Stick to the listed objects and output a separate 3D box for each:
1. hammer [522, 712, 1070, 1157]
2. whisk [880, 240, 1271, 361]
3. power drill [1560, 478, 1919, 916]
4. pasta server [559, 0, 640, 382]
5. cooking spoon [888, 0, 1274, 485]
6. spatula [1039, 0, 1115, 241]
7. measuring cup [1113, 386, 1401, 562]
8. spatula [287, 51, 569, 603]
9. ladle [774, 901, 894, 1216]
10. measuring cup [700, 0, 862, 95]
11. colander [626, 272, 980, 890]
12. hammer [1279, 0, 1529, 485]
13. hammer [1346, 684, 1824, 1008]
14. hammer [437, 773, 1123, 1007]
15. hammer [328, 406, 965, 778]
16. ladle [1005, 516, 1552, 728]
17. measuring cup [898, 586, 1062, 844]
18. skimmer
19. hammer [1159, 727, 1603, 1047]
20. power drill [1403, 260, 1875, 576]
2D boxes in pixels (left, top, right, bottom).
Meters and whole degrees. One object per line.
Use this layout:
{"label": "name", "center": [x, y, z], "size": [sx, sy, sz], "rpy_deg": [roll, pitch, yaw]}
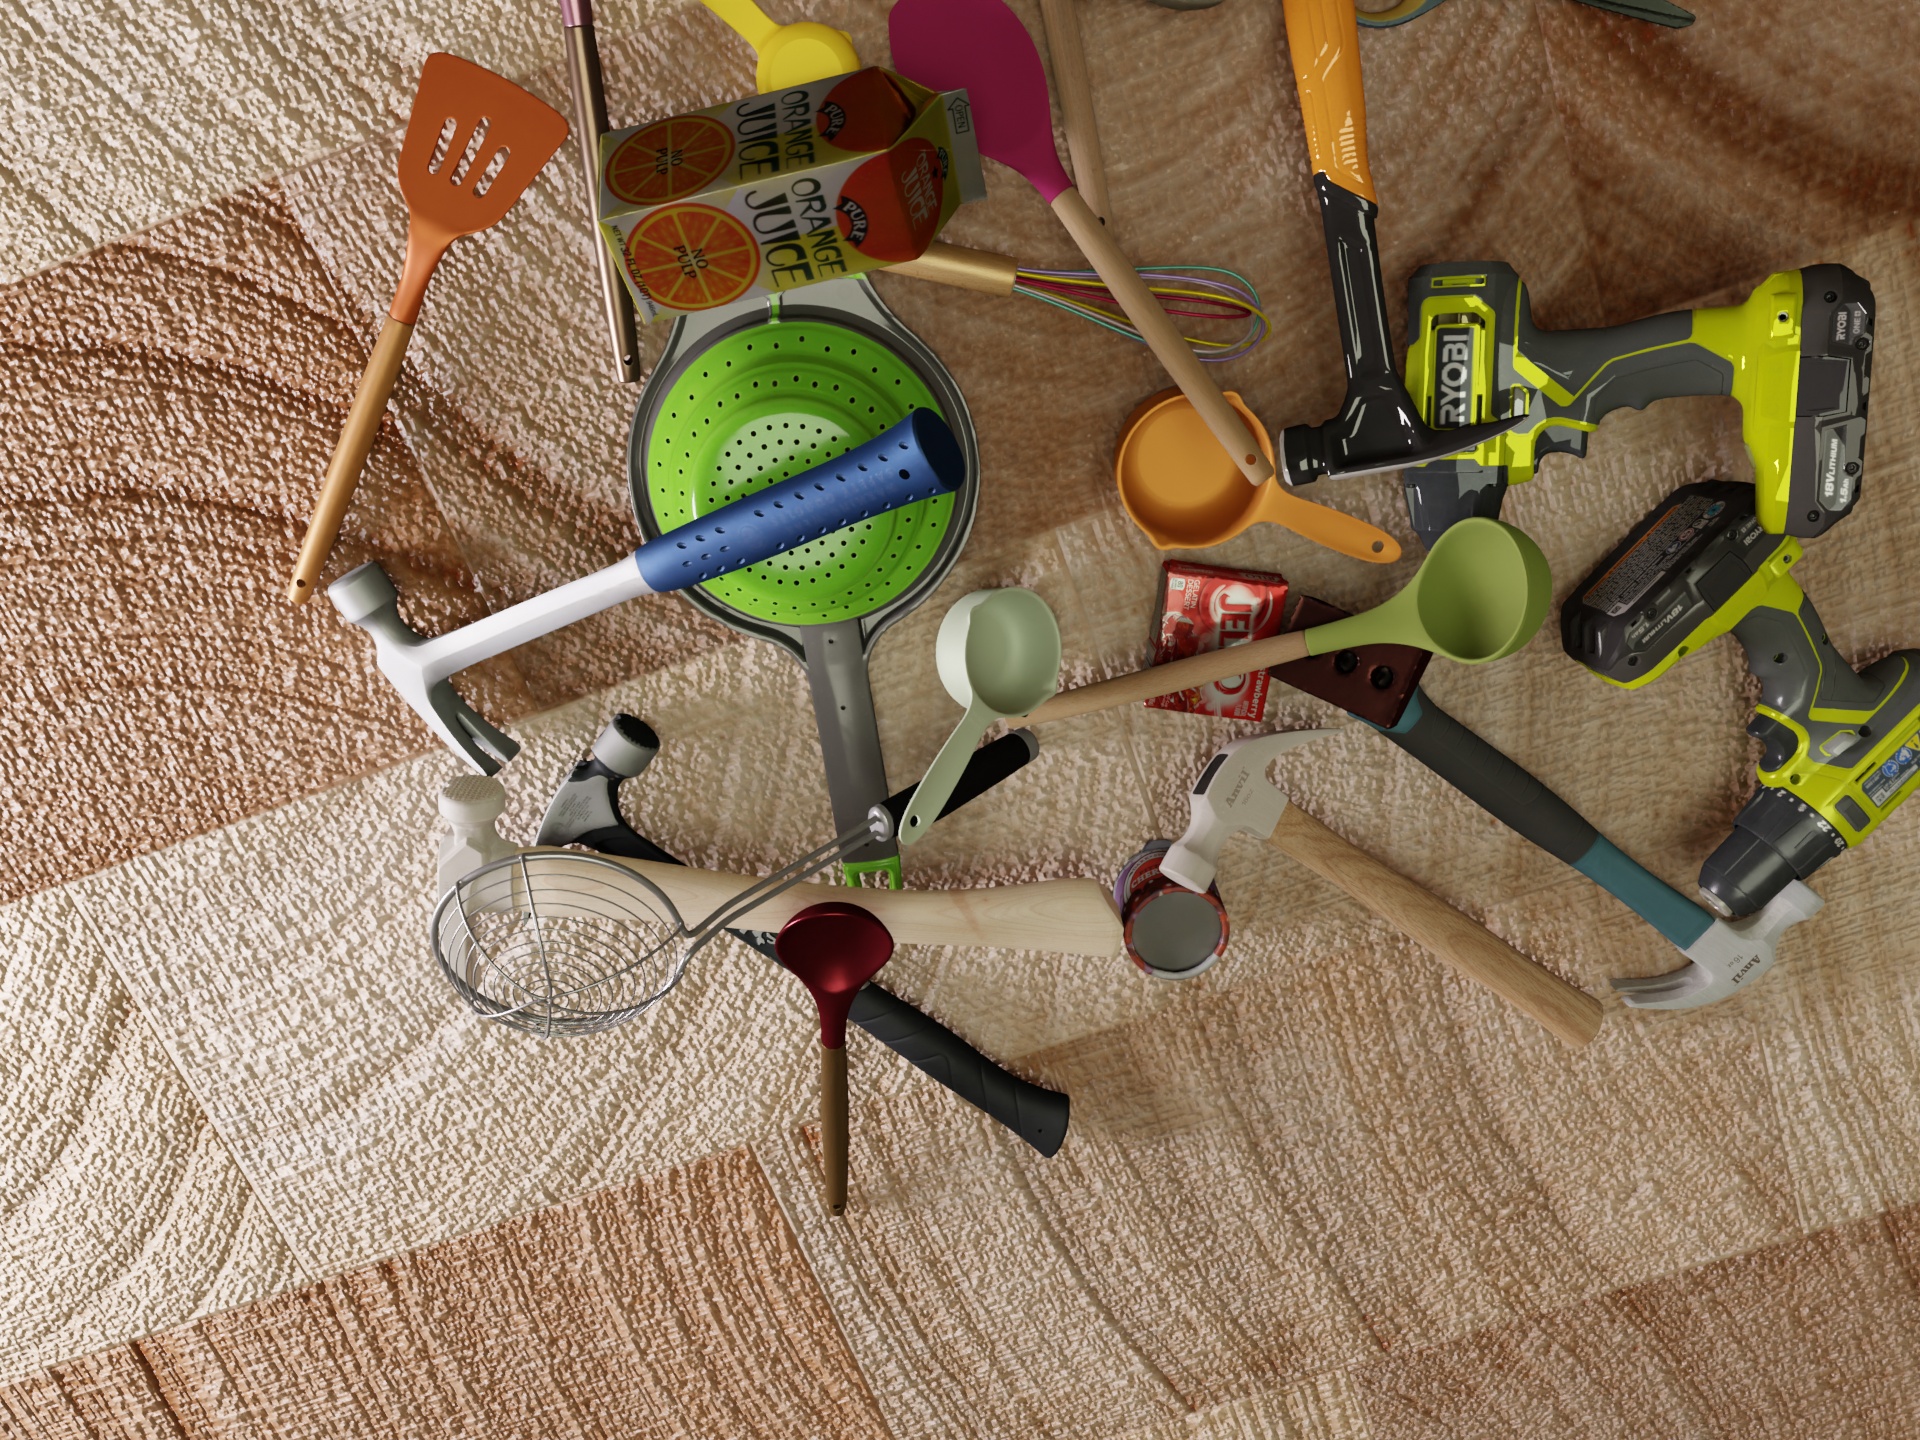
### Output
{"label": "hammer", "center": [-0.093, 0.166, 1.024], "size": [0.408, 0.036, 0.149], "rpy_deg": [36, 107, -13]}
{"label": "whisk", "center": [0.052, -0.240, 0.869], "size": [0.245, 0.047, 0.051], "rpy_deg": [11, 104, -3]}
{"label": "power drill", "center": [0.464, -0.009, 0.934], "size": [0.228, 0.080, 0.190], "rpy_deg": [42, 96, -15]}
{"label": "pasta server", "center": [-0.197, -0.337, 0.839], "size": [0.060, 0.040, 0.316], "rpy_deg": [-9, 116, -11]}
{"label": "cooking spoon", "center": [0.068, -0.256, 0.840], "size": [0.069, 0.017, 0.319], "rpy_deg": [-36, 91, 9]}
{"label": "spatula", "center": [0.045, -0.405, 0.823], "size": [0.060, 0.018, 0.315], "rpy_deg": [-13, 109, 0]}
{"label": "measuring cup", "center": [0.169, -0.131, 0.909], "size": [0.173, 0.052, 0.095], "rpy_deg": [21, 109, -10]}
{"label": "spatula", "center": [-0.318, -0.205, 0.891], "size": [0.081, 0.041, 0.322], "rpy_deg": [25, 112, -12]}
{"label": "ladle", "center": [-0.078, 0.219, 0.999], "size": [0.069, 0.031, 0.315], "rpy_deg": [1, 130, -2]}
{"label": "measuring cup", "center": [-0.116, -0.369, 0.826], "size": [0.156, 0.029, 0.062], "rpy_deg": [40, 105, -16]}
{"label": "colander", "center": [-0.079, -0.054, 0.910], "size": [0.204, 0.095, 0.396], "rpy_deg": [-8, 110, 2]}
{"label": "hammer", "center": [0.203, -0.297, 0.817], "size": [0.127, 0.034, 0.337], "rpy_deg": [-9, 99, 21]}
{"label": "hammer", "center": [0.379, 0.070, 0.995], "size": [0.331, 0.033, 0.128], "rpy_deg": [34, 105, -12]}
{"label": "hammer", "center": [-0.108, 0.121, 0.968], "size": [0.410, 0.038, 0.146], "rpy_deg": [5, 114, -3]}
{"label": "hammer", "center": [-0.171, -0.073, 0.852], "size": [0.405, 0.035, 0.144], "rpy_deg": [-17, 114, 32]}
{"label": "ladle", "center": [0.166, -0.040, 0.892], "size": [0.320, 0.062, 0.078], "rpy_deg": [-15, 74, 23]}
{"label": "measuring cup", "center": [-0.001, -0.003, 0.919], "size": [0.083, 0.038, 0.168], "rpy_deg": [42, 70, -34]}
{"label": "skimmer", "center": [-0.109, 0.067, 0.888], "size": [0.363, 0.090, 0.127], "rpy_deg": [-28, 140, -36]}
{"label": "hammer", "center": [0.281, 0.114, 0.993], "size": [0.331, 0.031, 0.130], "rpy_deg": [32, 80, -18]}
{"label": "power drill", "center": [0.351, -0.159, 0.848], "size": [0.223, 0.080, 0.171], "rpy_deg": [3, 102, 22]}
